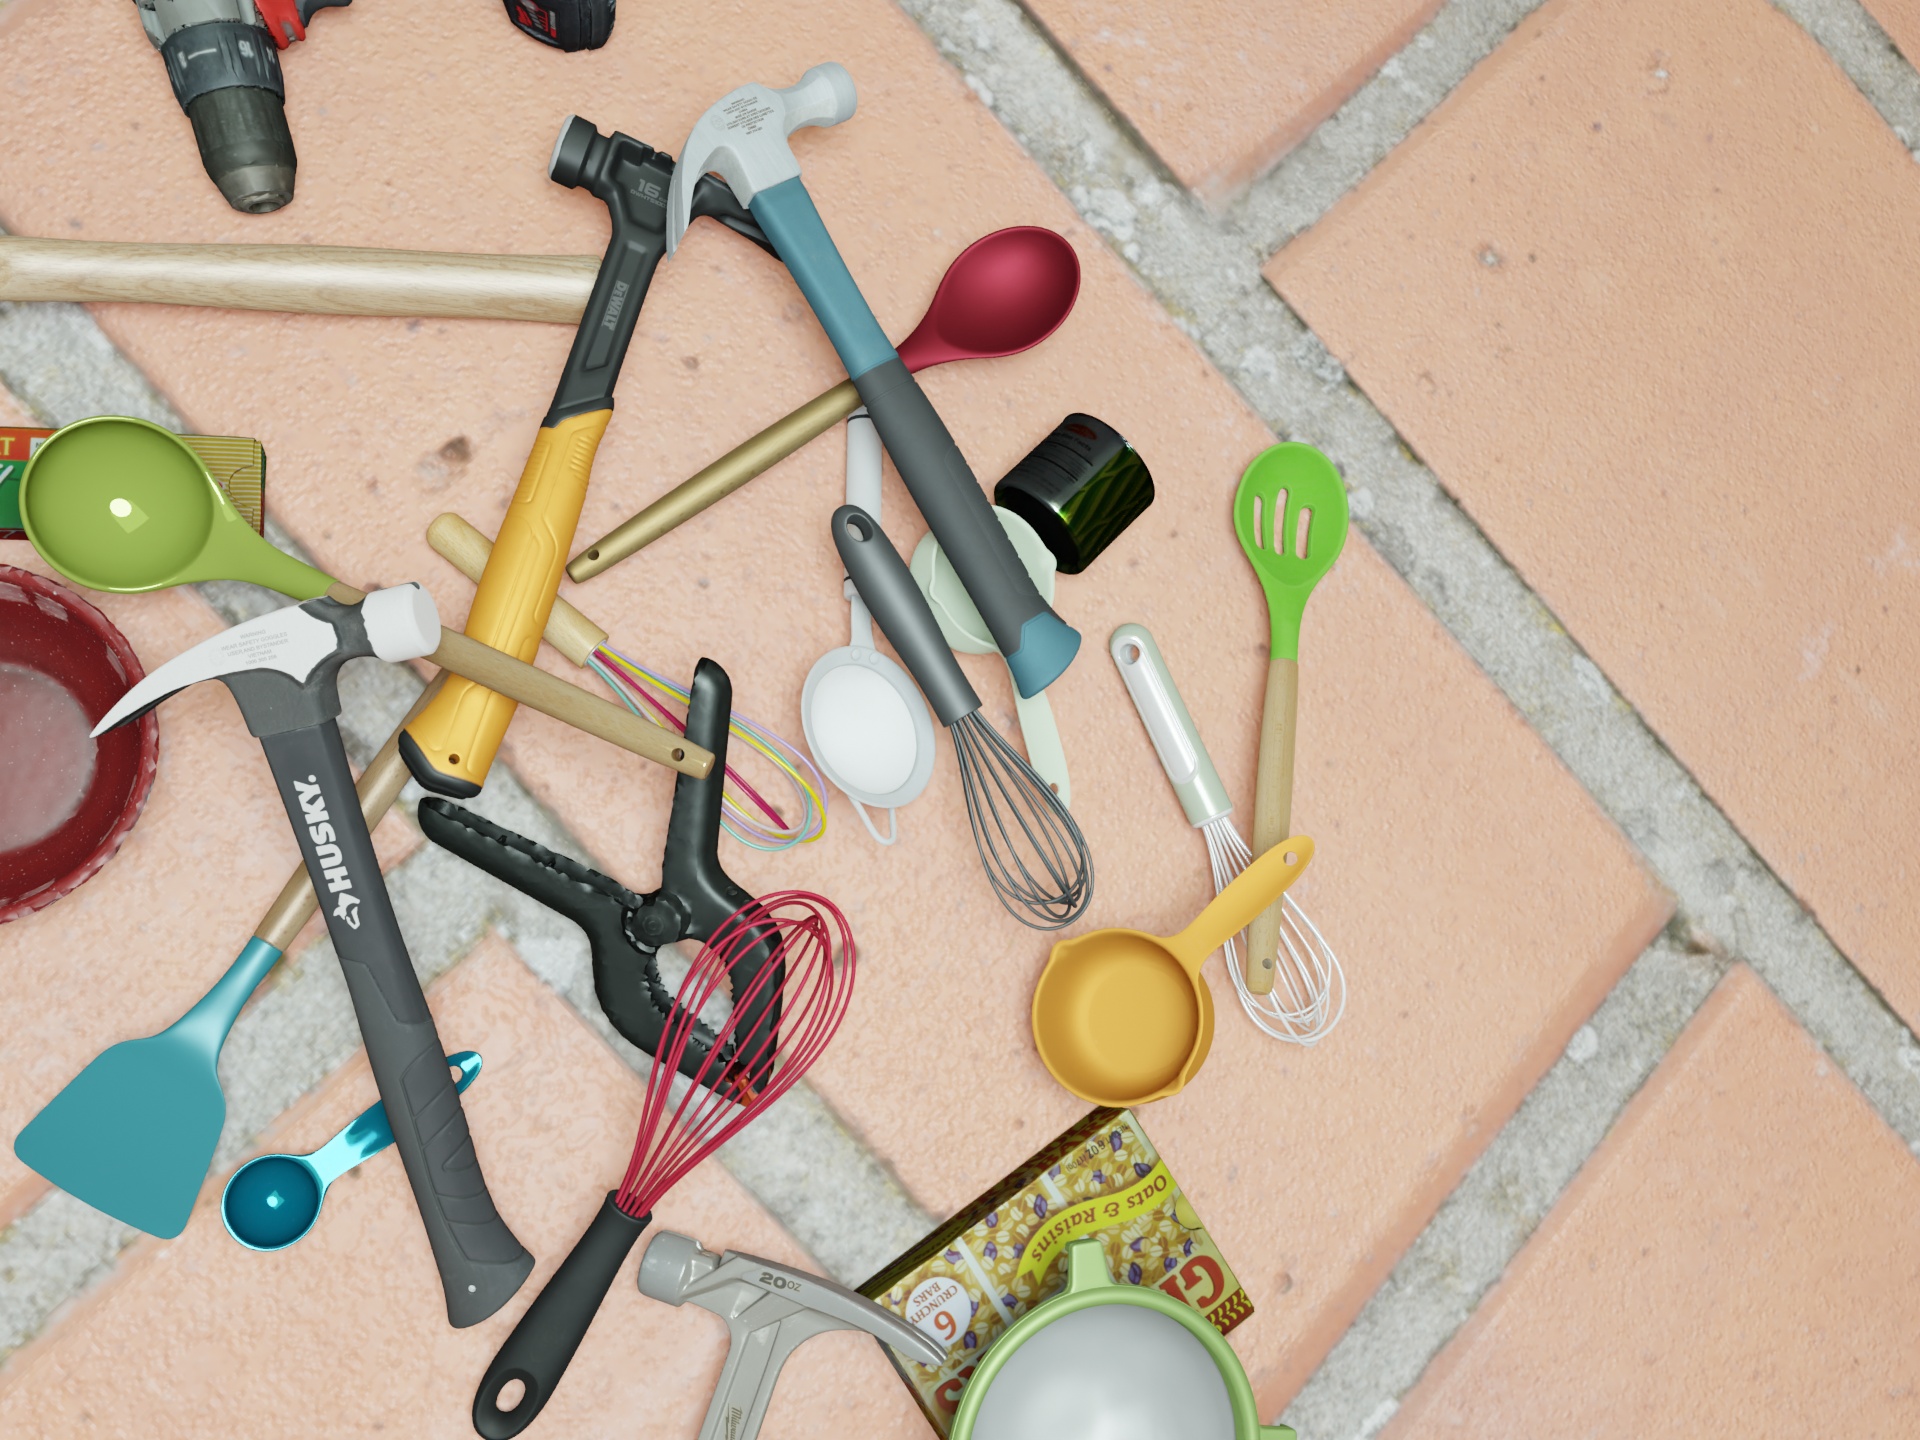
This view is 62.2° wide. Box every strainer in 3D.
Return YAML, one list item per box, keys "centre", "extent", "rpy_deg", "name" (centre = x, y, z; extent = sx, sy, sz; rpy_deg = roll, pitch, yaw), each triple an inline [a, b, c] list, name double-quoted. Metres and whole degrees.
- centre: [-0.051, -0.060, 0.824]
  extent: [0.086, 0.050, 0.259]
  rpy_deg: [14, 70, -41]
  name: "strainer"
- centre: [0.023, 0.369, 0.720]
  extent: [0.151, 0.069, 0.256]
  rpy_deg: [45, 75, -8]
  name: "strainer"

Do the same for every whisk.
- centre: [0.138, 0.060, 0.854]
  extent: [0.058, 0.059, 0.246]
  rpy_deg: [-28, 83, 27]
  name: "whisk"
- centre: [-0.166, -0.017, 0.788]
  extent: [0.245, 0.047, 0.051]
  rpy_deg: [39, 75, -2]
  name: "whisk"
- centre: [-0.139, 0.204, 0.719]
  extent: [0.073, 0.073, 0.296]
  rpy_deg: [32, 94, -8]
  name: "whisk"
- centre: [-0.002, -0.002, 0.794]
  extent: [0.055, 0.055, 0.239]
  rpy_deg: [-30, 91, -17]
  name: "whisk"

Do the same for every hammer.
- centre: [-0.034, -0.163, 0.791]
  extent: [0.128, 0.033, 0.331]
  rpy_deg: [-31, 92, -26]
  name: "hammer"
- centre: [-0.337, -0.214, 0.758]
  extent: [0.331, 0.031, 0.130]
  rpy_deg: [-4, 112, -21]
  name: "hammer"
- centre: [-0.259, 0.115, 0.697]
  extent: [0.146, 0.035, 0.334]
  rpy_deg: [-12, 102, 4]
  name: "hammer"
- centre: [-0.184, -0.122, 0.766]
  extent: [0.127, 0.034, 0.337]
  rpy_deg: [21, 75, -18]
  name: "hammer"
- centre: [-0.131, 0.426, 0.712]
  extent: [0.149, 0.036, 0.359]
  rpy_deg: [17, 79, 10]
  name: "hammer"

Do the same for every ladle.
- centre: [-0.068, -0.160, 0.823]
  extent: [0.315, 0.031, 0.069]
  rpy_deg: [-36, 75, -13]
  name: "ladle"
- centre: [-0.256, -0.044, 0.693]
  extent: [0.320, 0.062, 0.078]
  rpy_deg: [24, 92, 3]
  name: "ladle"

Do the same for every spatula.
- centre: [-0.308, 0.082, 0.743]
  extent: [0.082, 0.044, 0.318]
  rpy_deg: [33, 70, -7]
  name: "spatula"

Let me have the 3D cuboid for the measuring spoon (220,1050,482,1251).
- centre: [-0.279, 0.195, 0.738]
  extent: [0.128, 0.021, 0.042]
  rpy_deg: [-35, 92, -26]
  name: "measuring spoon"

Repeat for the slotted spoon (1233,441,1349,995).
- centre: [0.170, -0.008, 0.856]
  extent: [0.070, 0.031, 0.314]
  rpy_deg: [13, 68, -12]
  name: "slotted spoon"

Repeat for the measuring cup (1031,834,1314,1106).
- centre: [0.115, 0.122, 0.803]
  extent: [0.173, 0.052, 0.095]
  rpy_deg: [-43, 67, 4]
  name: "measuring cup"

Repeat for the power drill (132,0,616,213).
- centre: [-0.289, -0.362, 0.789]
  extent: [0.226, 0.080, 0.188]
  rpy_deg: [-16, 93, -13]
  name: "power drill"

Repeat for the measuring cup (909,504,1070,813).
- centre: [0.021, -0.029, 0.837]
  extent: [0.083, 0.038, 0.167]
  rpy_deg: [-19, 93, -33]
  name: "measuring cup"
